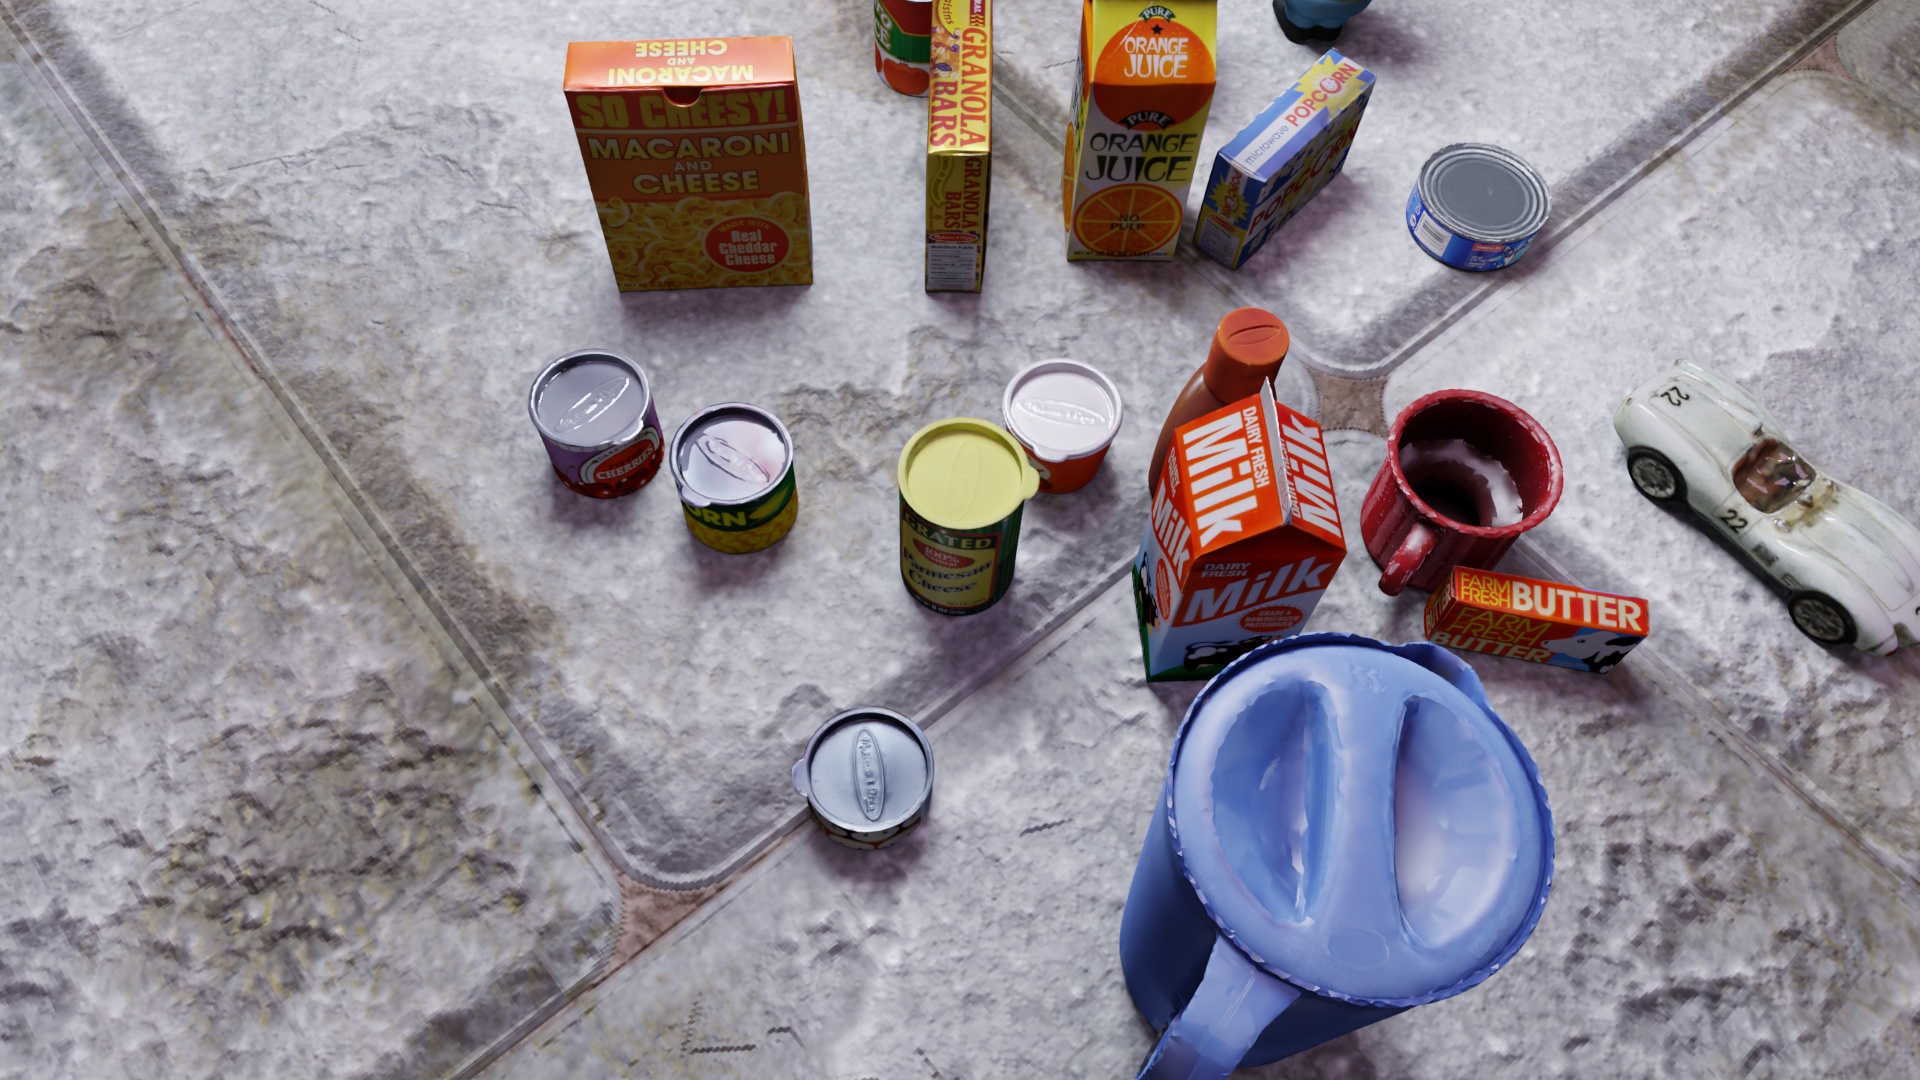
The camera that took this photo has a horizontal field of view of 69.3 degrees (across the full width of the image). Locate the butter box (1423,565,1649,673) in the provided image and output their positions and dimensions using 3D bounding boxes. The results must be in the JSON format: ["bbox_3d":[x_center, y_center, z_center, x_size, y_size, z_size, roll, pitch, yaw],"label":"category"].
[{"bbox_3d":[0.308,0.043,0.748,0.103,0.053,0.024,10,61,4],"label":"butter box"}]

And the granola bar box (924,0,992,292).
[{"bbox_3d":[-0.001,-0.258,0.866,0.039,0.123,0.166,2,61,-1],"label":"granola bar box"}]

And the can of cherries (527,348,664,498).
[{"bbox_3d":[-0.203,-0.063,0.786,0.071,0.058,0.072,1,61,-2],"label":"can of cherries"}]

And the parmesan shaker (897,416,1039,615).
[{"bbox_3d":[0.003,-0.009,0.738,0.071,0.102,0.071,1,61,-2],"label":"parmesan shaker"}]

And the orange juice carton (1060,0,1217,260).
[{"bbox_3d":[0.105,-0.257,0.831,0.072,0.191,0.073,0,61,-2],"label":"orange juice carton"}]

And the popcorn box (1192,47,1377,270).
[{"bbox_3d":[0.206,-0.243,0.888,0.038,0.084,0.127,38,66,18],"label":"popcorn box"}]

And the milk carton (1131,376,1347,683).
[{"bbox_3d":[0.136,0.002,0.687,0.073,0.189,0.072,-2,61,-3],"label":"milk carton"}]

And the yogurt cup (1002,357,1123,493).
[{"bbox_3d":[0.057,-0.063,0.798,0.072,0.053,0.073,1,61,-2],"label":"yogurt cup"}]

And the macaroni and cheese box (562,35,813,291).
[{"bbox_3d":[-0.152,-0.214,0.812,0.124,0.165,0.040,-3,61,-4],"label":"macaroni and cheese box"}]

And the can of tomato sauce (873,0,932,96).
[{"bbox_3d":[-0.028,-0.356,0.944,0.071,0.082,0.071,1,61,-2],"label":"can of tomato sauce"}]

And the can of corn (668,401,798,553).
[{"bbox_3d":[-0.126,-0.032,0.771,0.071,0.058,0.071,1,61,-2],"label":"can of corn"}]

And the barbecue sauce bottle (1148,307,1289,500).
[{"bbox_3d":[0.142,-0.066,0.750,0.065,0.147,0.044,-14,62,-9],"label":"barbecue sauce bottle"}]

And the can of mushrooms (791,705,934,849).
[{"bbox_3d":[-0.049,0.120,0.702,0.071,0.033,0.071,1,61,-2],"label":"can of mushrooms"}]
